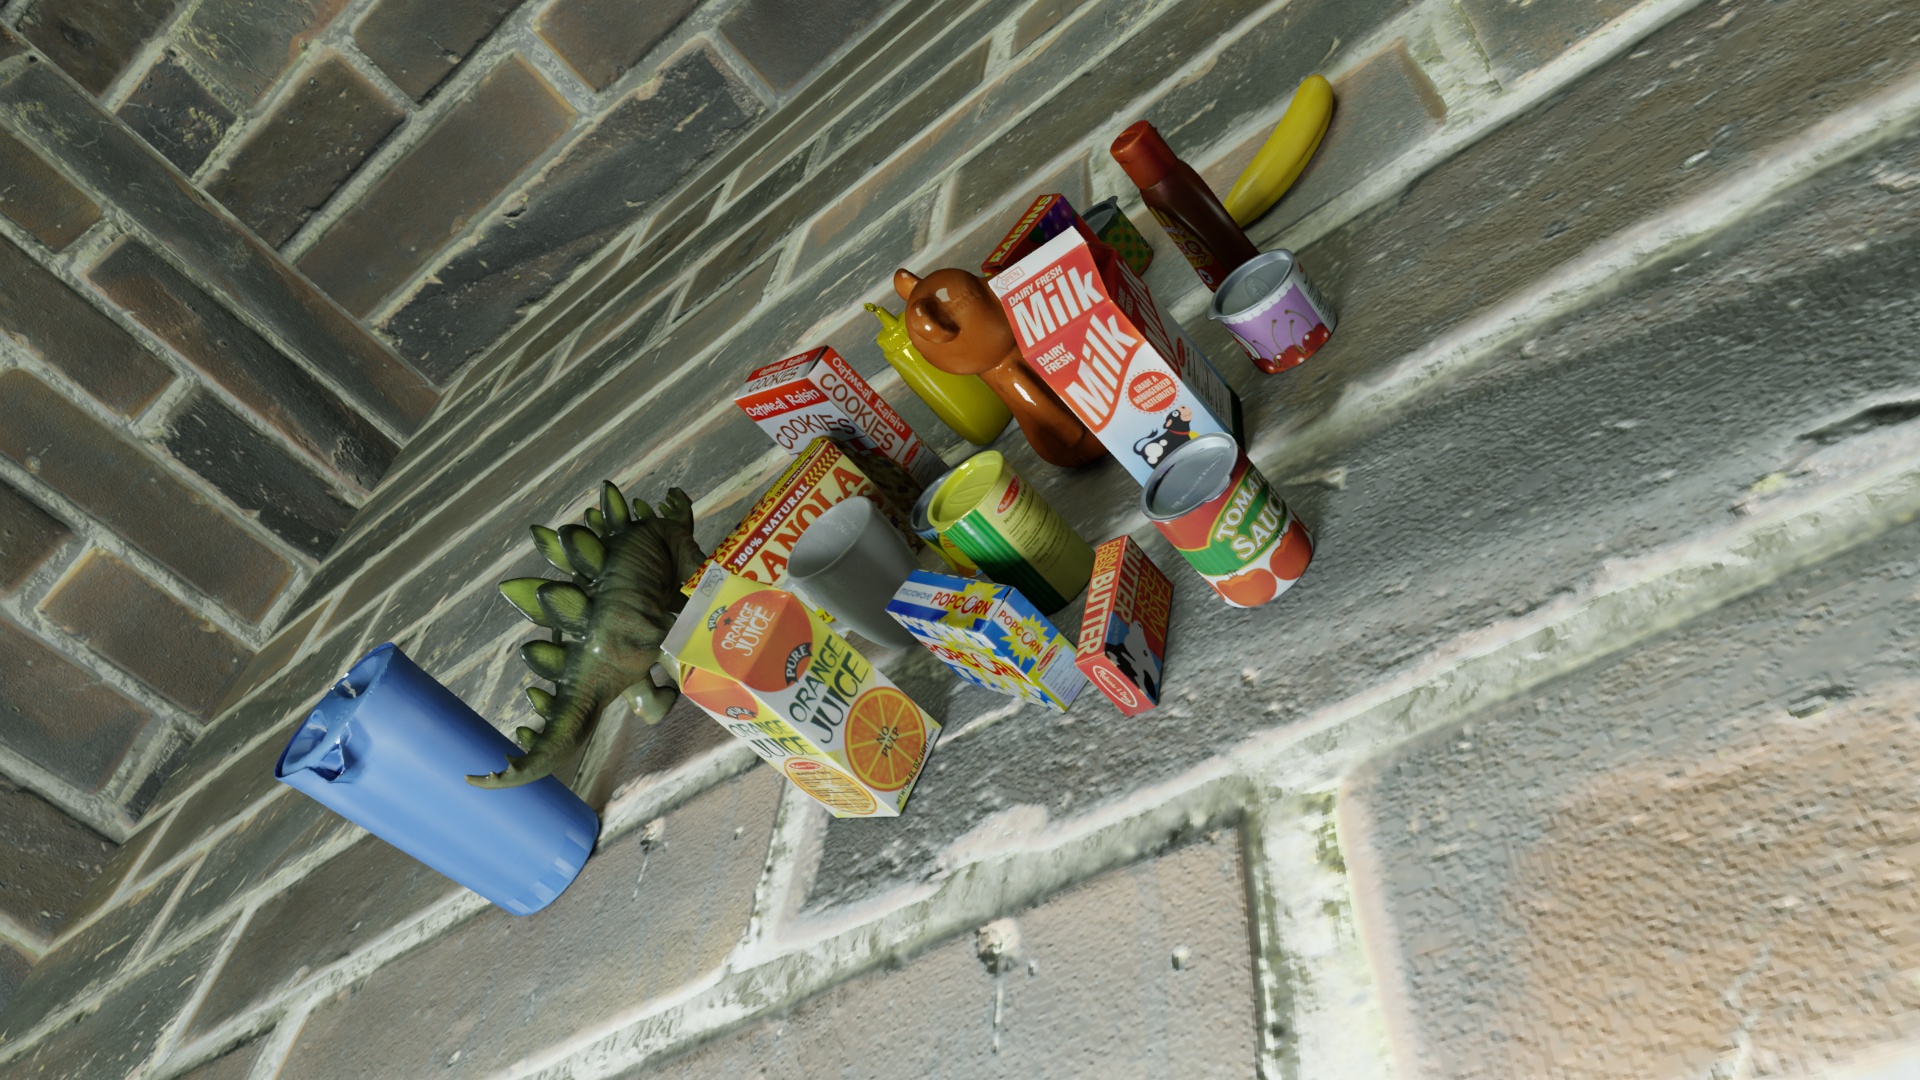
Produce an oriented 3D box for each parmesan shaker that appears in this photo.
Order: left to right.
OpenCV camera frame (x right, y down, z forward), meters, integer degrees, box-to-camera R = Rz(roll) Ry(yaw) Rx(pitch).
[{"bbox_3d":[0.034,-0.001,0.946,0.071,0.103,0.072,-34,28,21],"label":"parmesan shaker"}]

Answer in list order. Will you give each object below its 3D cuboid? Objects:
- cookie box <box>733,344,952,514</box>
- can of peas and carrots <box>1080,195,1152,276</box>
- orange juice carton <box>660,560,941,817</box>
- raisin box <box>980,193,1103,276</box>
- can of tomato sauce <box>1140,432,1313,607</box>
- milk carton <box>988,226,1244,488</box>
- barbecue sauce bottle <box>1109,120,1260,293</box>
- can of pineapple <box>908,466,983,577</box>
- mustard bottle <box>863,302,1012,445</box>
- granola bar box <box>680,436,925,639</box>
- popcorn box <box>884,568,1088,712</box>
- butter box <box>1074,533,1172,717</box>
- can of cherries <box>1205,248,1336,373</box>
[{"bbox_3d":[-0.099,-0.089,1.196,0.122,0.167,0.040,-8,44,52],"label":"cookie box"},{"bbox_3d":[0.131,-0.261,1.238,0.071,0.058,0.071,-34,28,21],"label":"can of peas and carrots"},{"bbox_3d":[-0.109,0.099,0.905,0.073,0.192,0.072,-14,39,47],"label":"orange juice carton"},{"bbox_3d":[0.087,-0.215,1.159,0.086,0.123,0.040,-51,26,-12],"label":"raisin box"},{"bbox_3d":[0.156,-0.011,0.805,0.071,0.083,0.071,-34,28,21],"label":"can of tomato sauce"},{"bbox_3d":[0.105,-0.121,0.919,0.072,0.190,0.074,-30,29,28],"label":"milk carton"},{"bbox_3d":[0.172,-0.254,1.064,0.044,0.148,0.065,-47,26,-3],"label":"barbecue sauce bottle"},{"bbox_3d":[0.004,-0.013,1.060,0.071,0.057,0.071,-34,28,21],"label":"can of pineapple"},{"bbox_3d":[-0.024,-0.148,1.181,0.049,0.160,0.065,-50,26,-10],"label":"mustard bottle"},{"bbox_3d":[-0.123,0.018,1.123,0.166,0.124,0.039,-50,26,-11],"label":"granola bar box"},{"bbox_3d":[0.017,0.063,0.899,0.038,0.085,0.126,-53,27,-16],"label":"popcorn box"},{"bbox_3d":[0.099,0.050,0.834,0.024,0.053,0.104,-26,32,34],"label":"butter box"},{"bbox_3d":[0.215,-0.157,0.963,0.071,0.058,0.072,-34,28,21],"label":"can of cherries"}]
